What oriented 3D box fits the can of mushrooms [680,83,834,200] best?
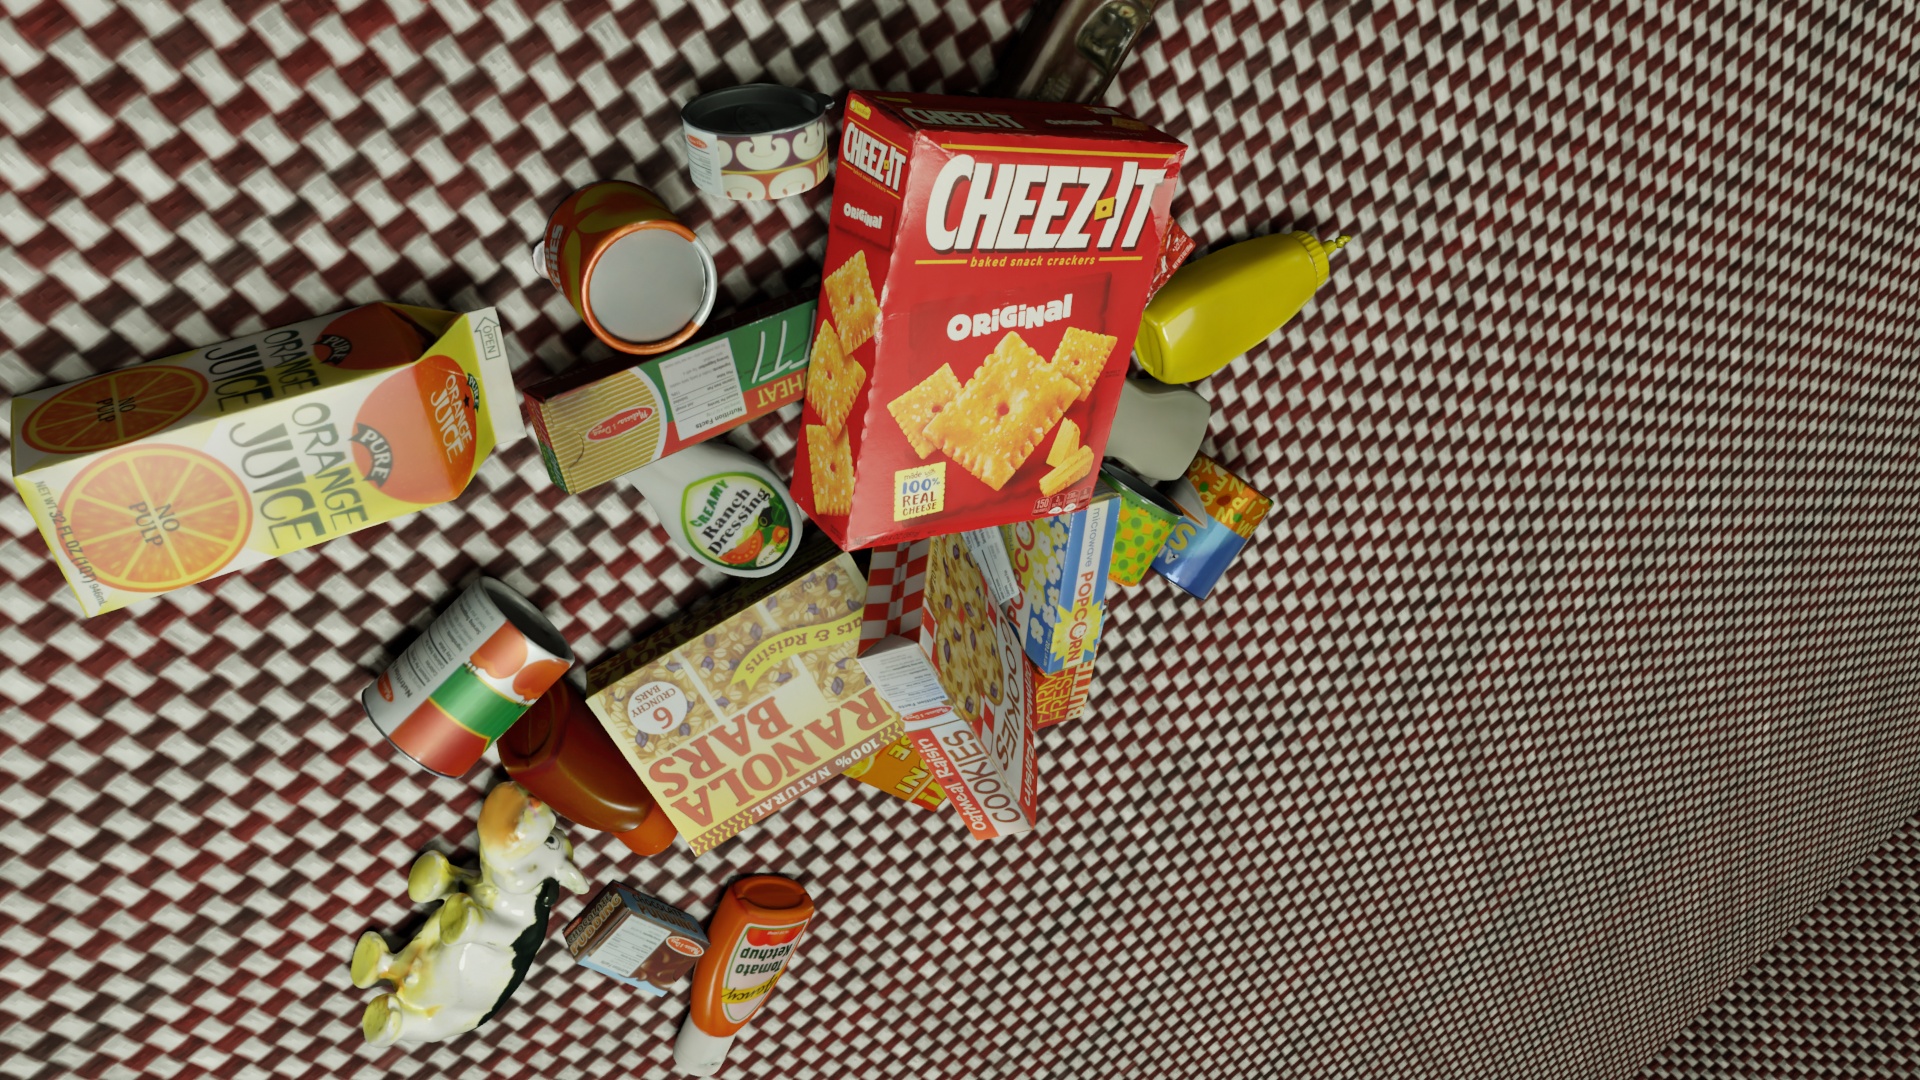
[{"bbox_3d":[-0.093,-0.186,0.648,0.071,0.071,0.033,-19,130,-24],"label":"can of mushrooms"}]

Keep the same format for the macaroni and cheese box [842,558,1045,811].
[{"bbox_3d":[-0.038,0.100,0.902,0.123,0.040,0.166,-51,134,6],"label":"macaroni and cheese box"}]

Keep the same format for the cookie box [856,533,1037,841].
[{"bbox_3d":[-0.001,0.074,0.799,0.040,0.123,0.166,-15,129,17],"label":"cookie box"}]

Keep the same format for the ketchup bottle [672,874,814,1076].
[{"bbox_3d":[-0.156,0.300,0.954,0.065,0.044,0.148,9,114,-41],"label":"ketchup bottle"}]

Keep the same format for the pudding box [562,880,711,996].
[{"bbox_3d":[-0.208,0.259,0.898,0.049,0.030,0.083,-47,135,0],"label":"pudding box"}]

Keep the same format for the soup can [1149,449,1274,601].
[{"bbox_3d":[0.162,-0.012,0.949,0.071,0.071,0.083,26,102,-43],"label":"soup can"}]

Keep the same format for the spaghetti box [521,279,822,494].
[{"bbox_3d":[-0.096,-0.093,0.703,0.251,0.029,0.050,-27,122,-30],"label":"spaghetti box"}]

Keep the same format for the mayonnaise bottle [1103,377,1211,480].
[{"bbox_3d":[0.090,-0.080,0.870,0.148,0.041,0.064,11,108,-38],"label":"mayonnaise bottle"}]

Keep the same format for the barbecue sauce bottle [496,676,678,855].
[{"bbox_3d":[-0.208,0.136,0.794,0.043,0.065,0.148,-18,142,7],"label":"barbecue sauce bottle"}]

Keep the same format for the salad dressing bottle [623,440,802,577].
[{"bbox_3d":[-0.146,-0.033,0.731,0.064,0.044,0.147,-49,132,1],"label":"salad dressing bottle"}]

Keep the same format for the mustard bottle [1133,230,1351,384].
[{"bbox_3d":[0.182,-0.157,0.875,0.161,0.049,0.065,-29,131,-17],"label":"mustard bottle"}]

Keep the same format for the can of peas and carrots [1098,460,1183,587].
[{"bbox_3d":[0.100,-0.012,0.906,0.071,0.071,0.058,20,107,-42],"label":"can of peas and carrots"}]

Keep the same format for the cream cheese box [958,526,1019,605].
[{"bbox_3d":[0.003,-0.011,0.846,0.024,0.053,0.103,-31,133,-11],"label":"cream cheese box"}]

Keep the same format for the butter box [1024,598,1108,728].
[{"bbox_3d":[0.068,0.084,0.977,0.053,0.024,0.103,-10,125,-31],"label":"butter box"}]

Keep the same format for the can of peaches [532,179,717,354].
[{"bbox_3d":[-0.157,-0.127,0.650,0.071,0.058,0.071,-19,129,-25],"label":"can of peaches"}]

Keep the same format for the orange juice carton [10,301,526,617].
[{"bbox_3d":[-0.289,-0.045,0.602,0.193,0.073,0.071,-21,130,-23],"label":"orange juice carton"}]

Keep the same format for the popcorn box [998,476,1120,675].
[{"bbox_3d":[0.054,0.008,0.871,0.038,0.085,0.126,-14,126,-30],"label":"popcorn box"}]

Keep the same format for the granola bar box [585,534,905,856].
[{"bbox_3d":[-0.112,0.089,0.804,0.166,0.039,0.123,-30,114,-4],"label":"granola bar box"}]

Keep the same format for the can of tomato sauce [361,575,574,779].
[{"bbox_3d":[-0.250,0.070,0.714,0.083,0.071,0.071,-45,135,-1],"label":"can of tomato sauce"}]
